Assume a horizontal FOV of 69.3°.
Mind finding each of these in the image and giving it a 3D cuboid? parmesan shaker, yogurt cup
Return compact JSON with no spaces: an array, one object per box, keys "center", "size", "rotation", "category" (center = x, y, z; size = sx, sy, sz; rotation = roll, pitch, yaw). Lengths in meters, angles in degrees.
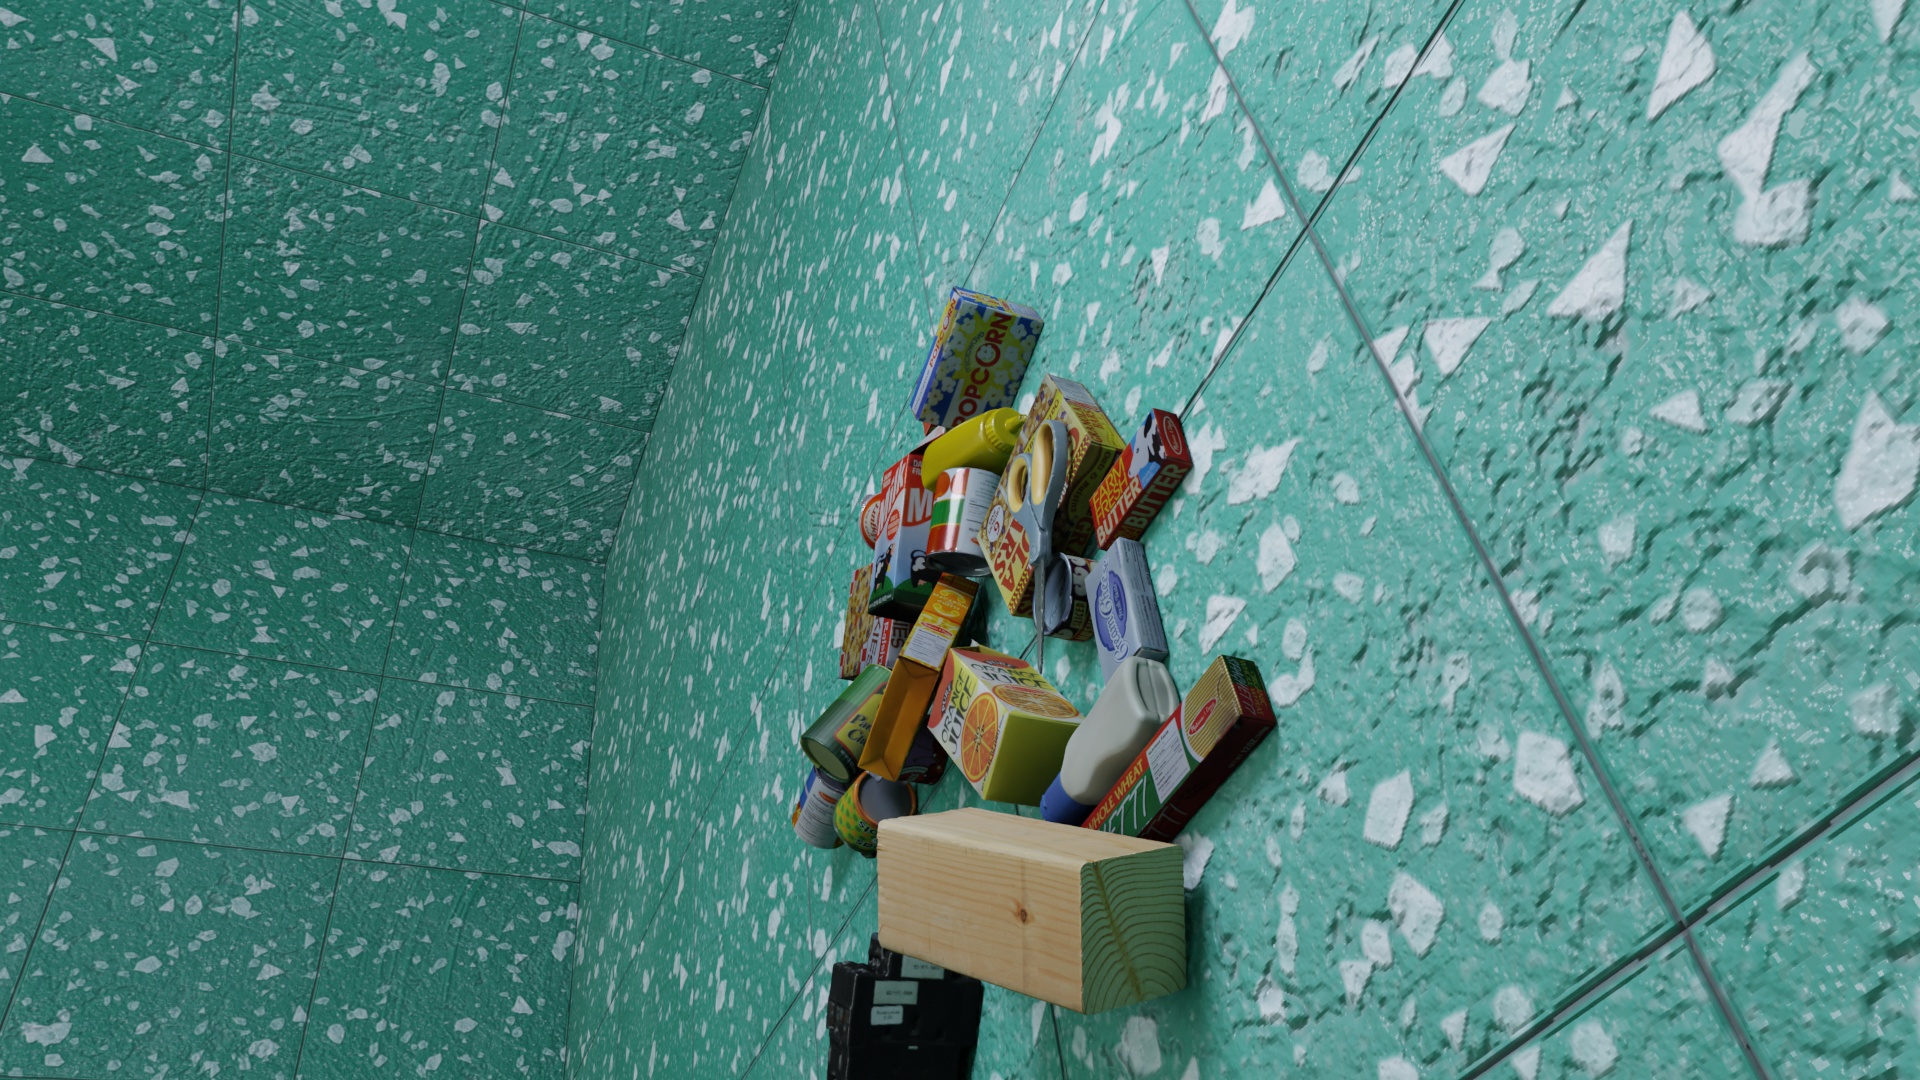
[{"center":[-0.098,0.181,1.359],"size":[0.103,0.071,0.071],"rotation":[-47,5,-30],"category":"parmesan shaker"},{"center":[-0.065,-0.019,1.455],"size":[0.054,0.072,0.072],"rotation":[-3,76,60],"category":"yogurt cup"}]

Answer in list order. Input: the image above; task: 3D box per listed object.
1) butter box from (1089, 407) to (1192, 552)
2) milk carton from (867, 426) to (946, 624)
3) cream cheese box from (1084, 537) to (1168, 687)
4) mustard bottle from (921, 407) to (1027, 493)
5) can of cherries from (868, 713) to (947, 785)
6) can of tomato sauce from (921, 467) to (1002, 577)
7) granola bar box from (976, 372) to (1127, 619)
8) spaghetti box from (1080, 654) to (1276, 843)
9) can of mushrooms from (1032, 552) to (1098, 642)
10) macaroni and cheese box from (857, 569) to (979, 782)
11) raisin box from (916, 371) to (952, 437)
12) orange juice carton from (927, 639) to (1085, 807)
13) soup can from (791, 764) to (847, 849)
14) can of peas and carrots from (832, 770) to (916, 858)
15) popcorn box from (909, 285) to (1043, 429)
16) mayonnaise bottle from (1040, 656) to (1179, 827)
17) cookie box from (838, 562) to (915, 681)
[{"center":[0.131,-0.042,1.018],"size":[0.053,0.024,0.103],"rotation":[-98,29,-43],"category":"butter box"},{"center":[-0.037,-0.019,1.365],"size":[0.072,0.073,0.191],"rotation":[148,131,-62],"category":"milk carton"},{"center":[0.118,0.053,0.997],"size":[0.053,0.024,0.104],"rotation":[122,152,-42],"category":"cream cheese box"},{"center":[0.022,-0.086,1.272],"size":[0.159,0.065,0.049],"rotation":[-32,54,54],"category":"mustard bottle"},{"center":[-0.050,0.196,1.301],"size":[0.071,0.058,0.071],"rotation":[-166,89,-68],"category":"can of cherries"},{"center":[0.004,-0.016,1.259],"size":[0.071,0.071,0.083],"rotation":[147,135,-62],"category":"can of tomato sauce"},{"center":[0.073,-0.036,1.141],"size":[0.125,0.039,0.164],"rotation":[-113,41,-55],"category":"granola bar box"},{"center":[0.124,0.171,0.909],"size":[0.050,0.029,0.248],"rotation":[-100,30,-44],"category":"spaghetti box"},{"center":[0.085,0.045,1.073],"size":[0.071,0.033,0.071],"rotation":[-166,89,-69],"category":"can of mushrooms"},{"center":[-0.034,0.117,1.237],"size":[0.167,0.040,0.123],"rotation":[-62,-7,-62],"category":"macaroni and cheese box"},{"center":[-0.003,-0.173,1.411],"size":[0.086,0.040,0.122],"rotation":[-101,30,-44],"category":"raisin box"},{"center":[0.030,0.140,1.107],"size":[0.193,0.073,0.071],"rotation":[-141,65,-67],"category":"orange juice carton"},{"center":[-0.134,0.273,1.469],"size":[0.071,0.071,0.083],"rotation":[-109,36,-53],"category":"soup can"},{"center":[-0.082,0.262,1.337],"size":[0.058,0.071,0.071],"rotation":[126,149,-46],"category":"can of peas and carrots"},{"center":[0.014,-0.164,1.298],"size":[0.038,0.085,0.126],"rotation":[-118,45,-57],"category":"popcorn box"},{"center":[0.101,0.148,0.967],"size":[0.065,0.041,0.147],"rotation":[-95,26,-46],"category":"mayonnaise bottle"},{"center":[-0.079,0.084,1.465],"size":[0.167,0.040,0.123],"rotation":[158,122,-66],"category":"cookie box"}]
